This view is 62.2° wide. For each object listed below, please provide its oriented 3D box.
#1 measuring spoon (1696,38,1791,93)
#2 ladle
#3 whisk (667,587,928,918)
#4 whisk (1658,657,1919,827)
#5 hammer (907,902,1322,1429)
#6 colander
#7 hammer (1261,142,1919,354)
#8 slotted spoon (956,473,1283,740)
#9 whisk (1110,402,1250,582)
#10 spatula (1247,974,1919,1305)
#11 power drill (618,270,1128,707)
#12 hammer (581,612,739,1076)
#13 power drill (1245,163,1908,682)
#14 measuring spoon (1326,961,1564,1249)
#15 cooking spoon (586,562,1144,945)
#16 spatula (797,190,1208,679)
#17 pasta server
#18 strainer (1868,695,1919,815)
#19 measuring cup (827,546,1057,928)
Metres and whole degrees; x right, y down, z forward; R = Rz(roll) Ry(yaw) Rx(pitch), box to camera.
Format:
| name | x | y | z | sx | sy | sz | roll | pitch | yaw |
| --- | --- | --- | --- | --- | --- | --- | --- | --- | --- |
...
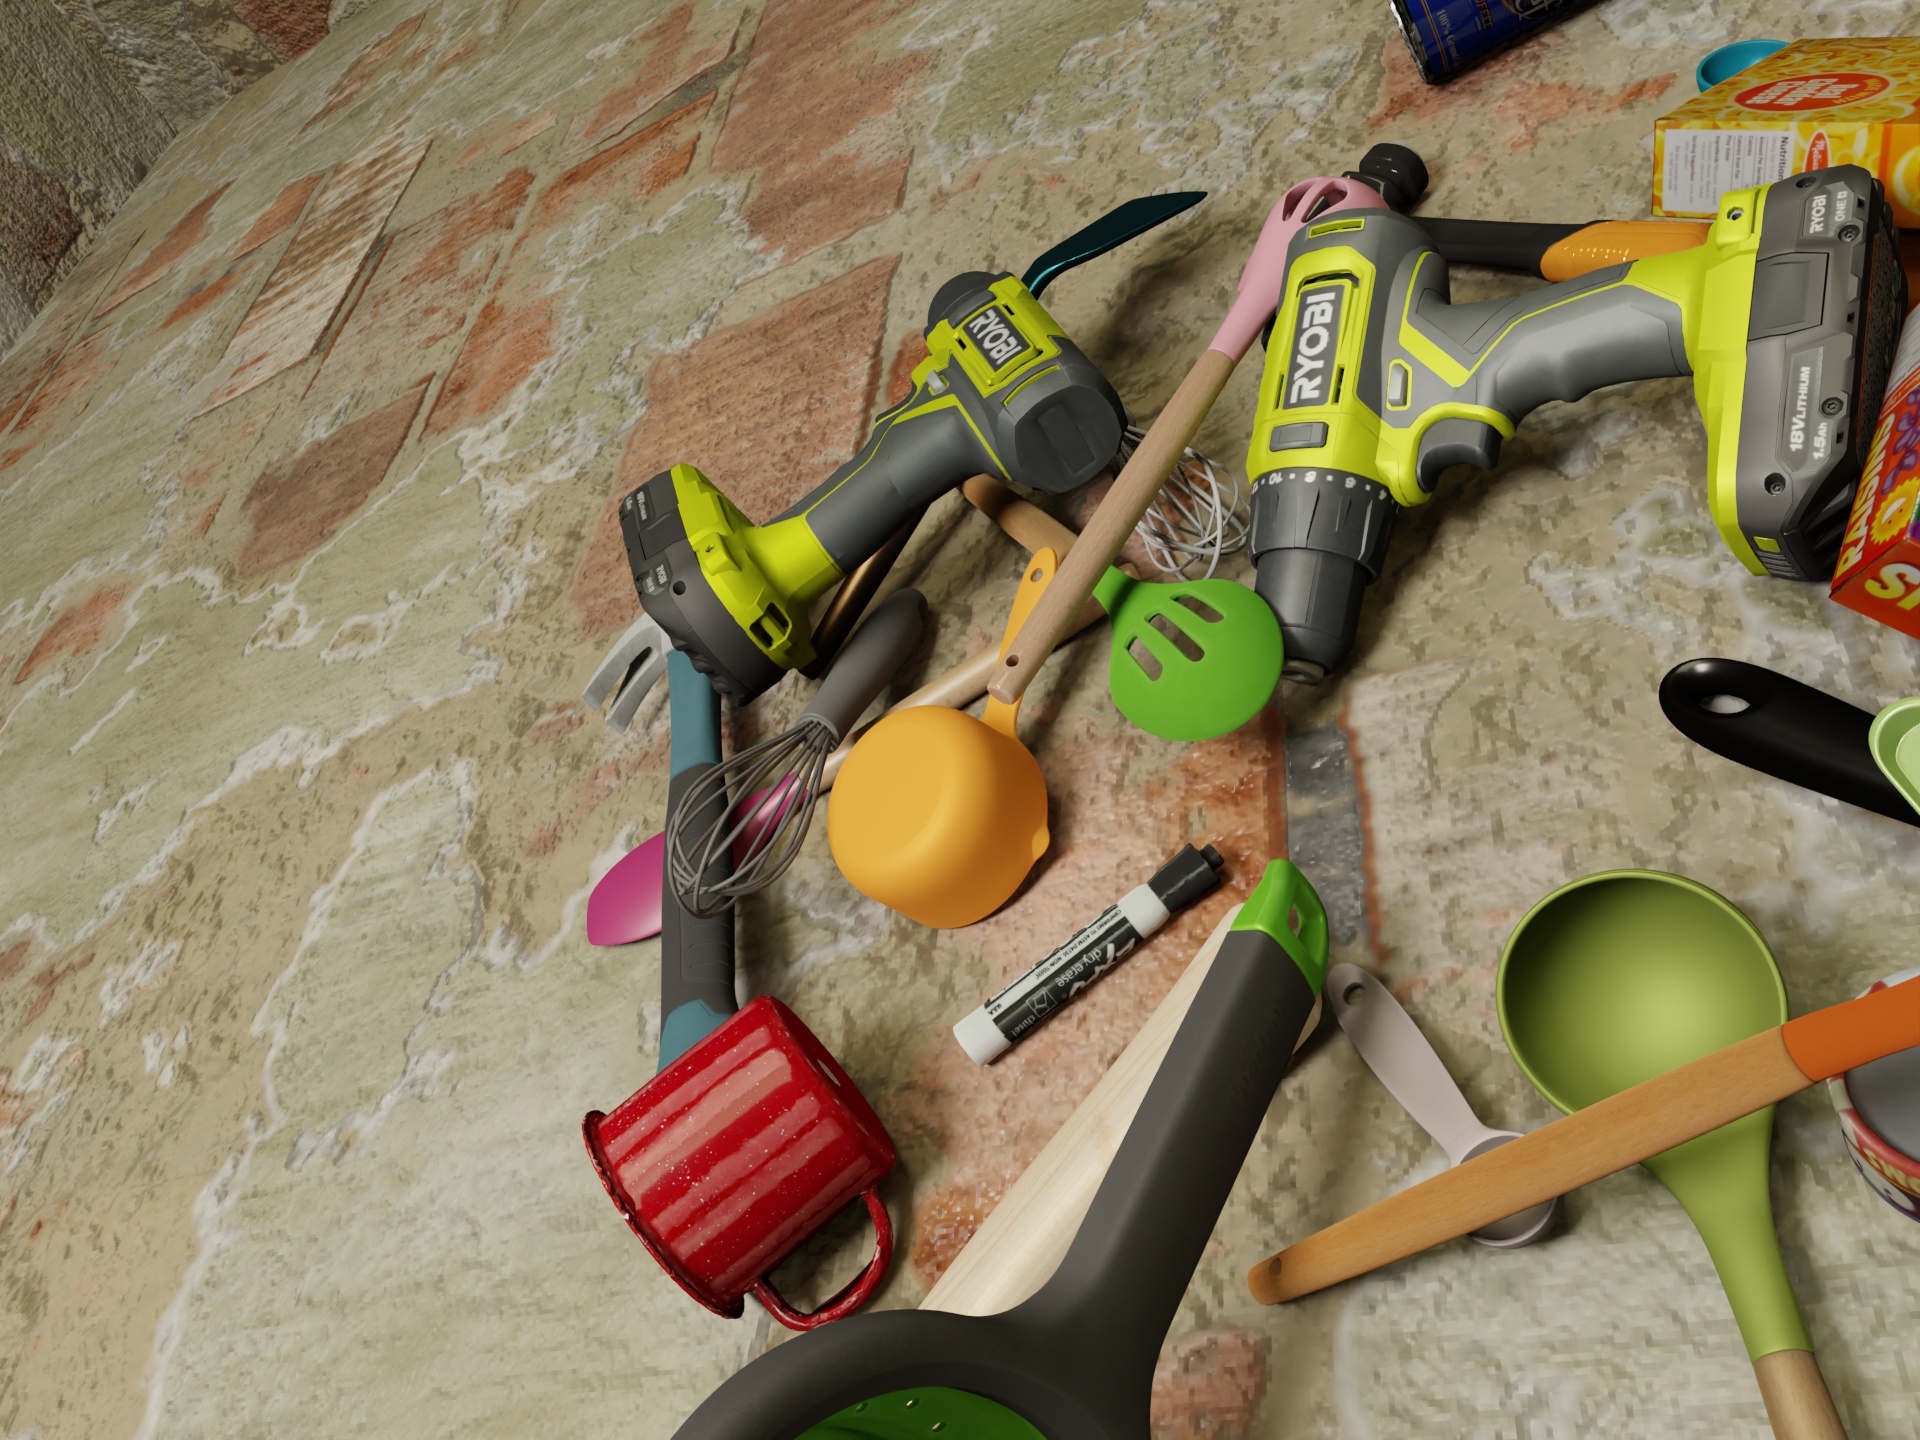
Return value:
| name | x | y | z | sx | sy | sz | roll | pitch | yaw |
| --- | --- | --- | --- | --- | --- | --- | --- | --- | --- |
| measuring spoon | 0.376 | -0.264 | 0.678 | 0.042 | 0.021 | 0.129 | -41 | 47 | -16 |
| ladle | 0.199 | 0.175 | 0.375 | 0.078 | 0.062 | 0.320 | -31 | 41 | 29 |
| whisk | -0.066 | 0.003 | 0.713 | 0.055 | 0.055 | 0.239 | -11 | 28 | 31 |
| whisk | 0.305 | 0.038 | 0.420 | 0.073 | 0.073 | 0.296 | -44 | 33 | -4 |
| hammer | -0.025 | 0.224 | 0.523 | 0.411 | 0.038 | 0.146 | -50 | 39 | -12 |
| colander | -0.003 | 0.193 | 0.438 | 0.094 | 0.204 | 0.397 | -12 | 35 | 47 |
| hammer | 0.277 | -0.192 | 0.671 | 0.337 | 0.034 | 0.127 | 23 | 69 | 48 |
| slotted spoon | 0.049 | -0.072 | 0.720 | 0.070 | 0.031 | 0.314 | -44 | 31 | 2 |
| whisk | 0.077 | -0.138 | 0.776 | 0.057 | 0.059 | 0.247 | -4 | 33 | -15 |
| spatula | 0.177 | 0.087 | 0.387 | 0.322 | 0.041 | 0.081 | -43 | 32 | 39 |
| power drill | -0.046 | -0.121 | 0.751 | 0.223 | 0.080 | 0.171 | -34 | 39 | 6 |
| hammer | -0.123 | 0.037 | 0.748 | 0.128 | 0.033 | 0.331 | -29 | 39 | 14 |
| power drill | 0.213 | -0.107 | 0.594 | 0.228 | 0.080 | 0.191 | 2 | 75 | 40 |
| measuring spoon | 0.150 | 0.118 | 0.503 | 0.034 | 0.018 | 0.124 | -45 | 32 | 10 |
| cooking spoon | -0.052 | 0.015 | 0.751 | 0.319 | 0.017 | 0.069 | -32 | 37 | 11 |
| spatula | 0.012 | -0.152 | 0.819 | 0.317 | 0.044 | 0.082 | -58 | 29 | -2 |
| pasta server | 0.100 | -0.129 | 0.683 | 0.060 | 0.040 | 0.316 | 19 | 65 | 36 |
| strainer | 0.261 | 0.090 | 0.323 | 0.151 | 0.069 | 0.257 | -46 | 47 | 31 |
| measuring cup | -0.001 | -0.002 | 0.667 | 0.095 | 0.052 | 0.174 | 7 | 75 | 44 |
